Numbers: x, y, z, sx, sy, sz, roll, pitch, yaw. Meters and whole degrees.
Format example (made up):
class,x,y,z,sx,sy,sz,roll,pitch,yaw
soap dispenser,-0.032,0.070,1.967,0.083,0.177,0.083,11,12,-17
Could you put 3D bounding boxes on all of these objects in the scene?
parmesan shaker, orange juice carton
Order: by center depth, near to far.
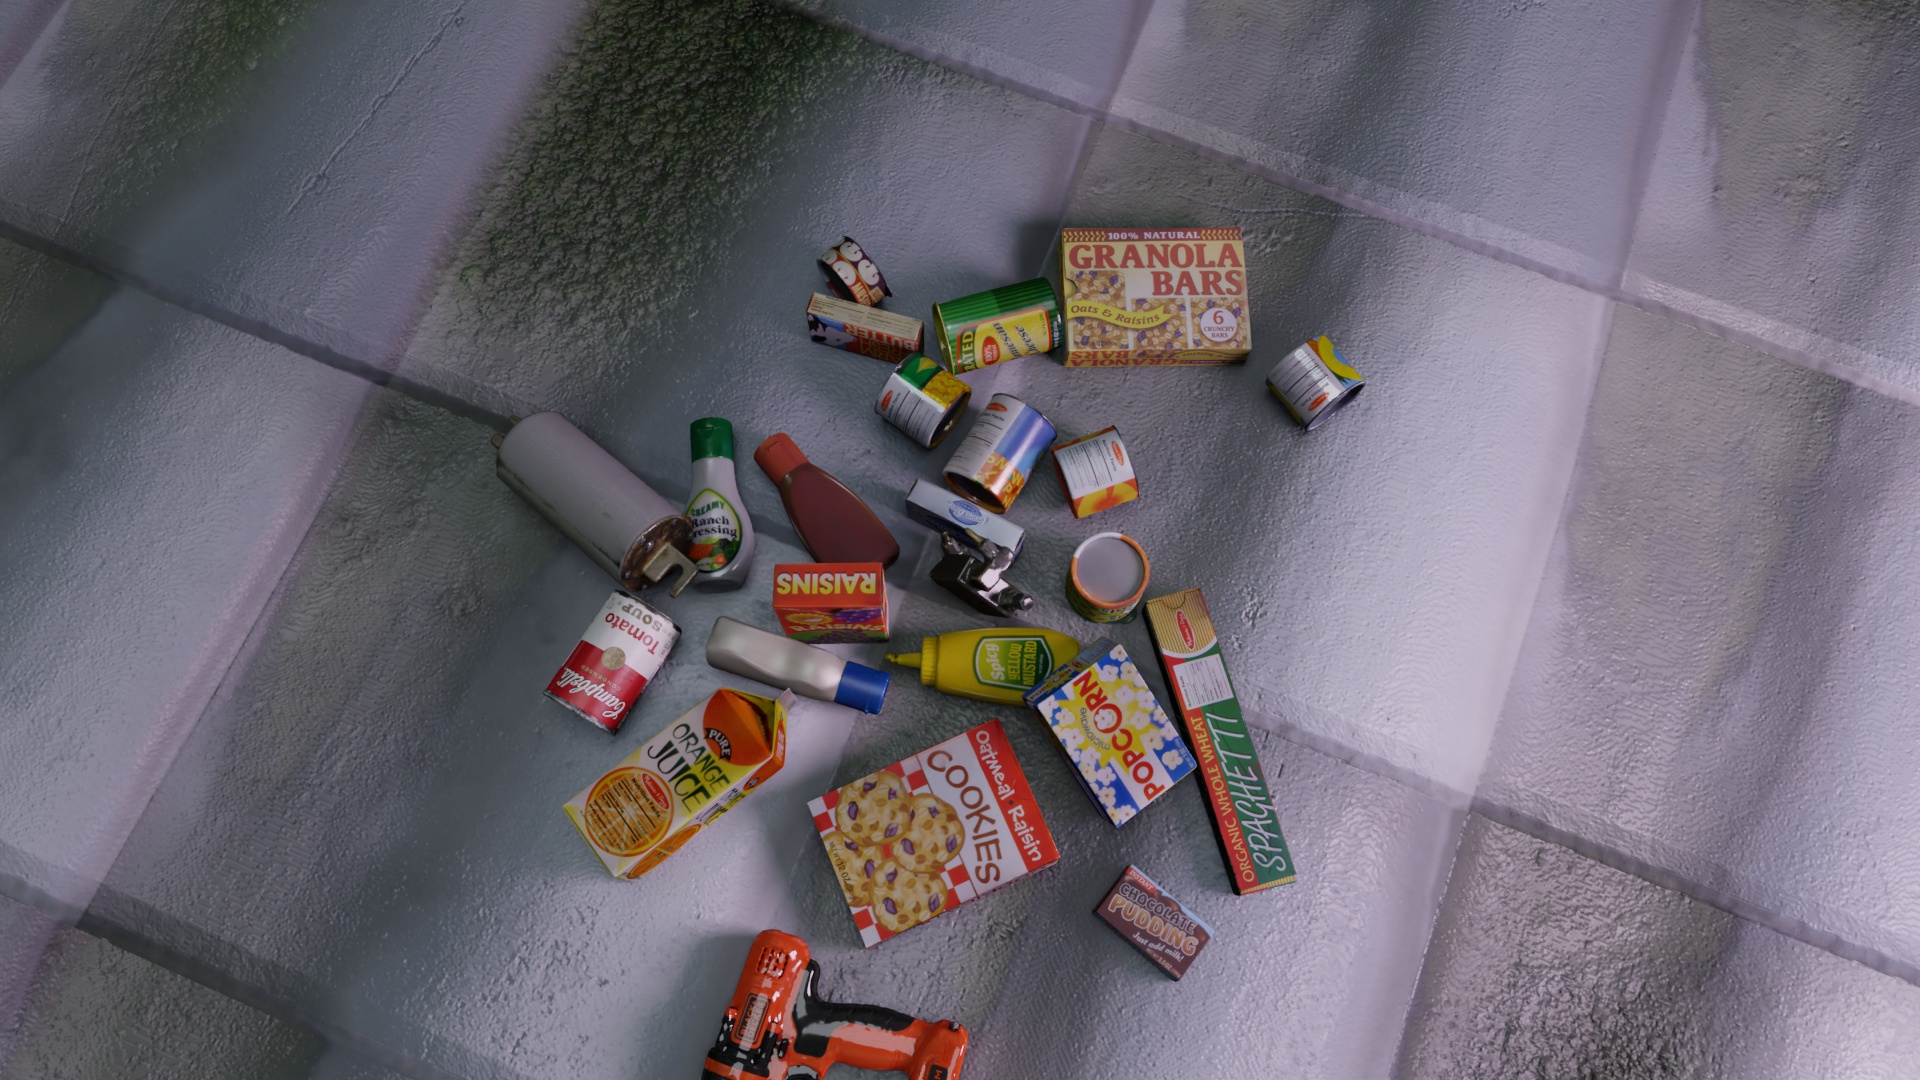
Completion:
class,x,y,z,sx,sy,sz,roll,pitch,yaw
orange juice carton,-0.209,0.182,1.105,0.193,0.071,0.073,-37,77,-11
parmesan shaker,0.033,-0.191,1.227,0.103,0.071,0.071,-15,73,-5

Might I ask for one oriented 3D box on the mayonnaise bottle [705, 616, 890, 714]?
class,x,y,z,sx,sy,sz,roll,pitch,yaw
mayonnaise bottle,-0.132,0.104,1.138,0.148,0.064,0.041,17,70,1

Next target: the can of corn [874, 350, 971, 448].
class,x,y,z,sx,sy,sz,roll,pitch,yaw
can of corn,-0.031,-0.123,1.209,0.058,0.071,0.071,36,76,9

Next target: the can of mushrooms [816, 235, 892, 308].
class,x,y,z,sx,sy,sz,roll,pitch,yaw
can of mushrooms,-0.095,-0.235,1.243,0.033,0.071,0.071,-40,77,-11

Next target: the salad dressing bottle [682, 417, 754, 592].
class,x,y,z,sx,sy,sz,roll,pitch,yaw
salad dressing bottle,-0.211,-0.031,1.188,0.064,0.044,0.148,-7,72,4

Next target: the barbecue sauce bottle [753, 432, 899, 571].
class,x,y,z,sx,sy,sz,roll,pitch,yaw
barbecue sauce bottle,-0.119,-0.028,1.188,0.065,0.043,0.149,-37,76,-12

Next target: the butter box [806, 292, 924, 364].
class,x,y,z,sx,sy,sz,roll,pitch,yaw
butter box,-0.084,-0.186,1.234,0.103,0.053,0.024,15,70,4

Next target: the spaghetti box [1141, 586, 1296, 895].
class,x,y,z,sx,sy,sz,roll,pitch,yaw
spaghetti box,0.209,0.163,1.137,0.050,0.028,0.250,-14,73,-5

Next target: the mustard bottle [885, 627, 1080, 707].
class,x,y,z,sx,sy,sz,roll,pitch,yaw
mustard bottle,0.017,0.103,1.144,0.160,0.048,0.065,3,74,0

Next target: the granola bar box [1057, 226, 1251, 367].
class,x,y,z,sx,sy,sz,roll,pitch,yaw
granola bar box,0.174,-0.221,1.255,0.166,0.039,0.124,-1,72,-1

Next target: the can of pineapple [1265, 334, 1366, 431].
class,x,y,z,sx,sy,sz,roll,pitch,yaw
can of pineapple,0.311,-0.138,1.217,0.071,0.070,0.058,-34,76,-10

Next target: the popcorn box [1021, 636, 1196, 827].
class,x,y,z,sx,sy,sz,roll,pitch,yaw
popcorn box,0.120,0.153,1.109,0.085,0.038,0.126,-35,102,-10

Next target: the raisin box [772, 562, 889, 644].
class,x,y,z,sx,sy,sz,roll,pitch,yaw
raisin box,-0.103,0.053,1.121,0.086,0.123,0.040,0,72,-1

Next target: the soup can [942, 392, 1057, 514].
class,x,y,z,sx,sy,sz,roll,pitch,yaw
soup can,0.035,-0.072,1.194,0.071,0.071,0.084,31,76,9

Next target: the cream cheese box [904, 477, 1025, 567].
class,x,y,z,sx,sy,sz,roll,pitch,yaw
cream cheese box,0.004,-0.015,1.180,0.104,0.053,0.024,26,76,8

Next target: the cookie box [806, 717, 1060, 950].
class,x,y,z,sx,sy,sz,roll,pitch,yaw
cookie box,-0.021,0.233,1.107,0.168,0.040,0.123,-23,74,-8

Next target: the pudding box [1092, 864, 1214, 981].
class,x,y,z,sx,sy,sz,roll,pitch,yaw
pudding box,0.152,0.300,1.092,0.084,0.030,0.050,38,75,11

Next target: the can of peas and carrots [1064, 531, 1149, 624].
class,x,y,z,sx,sy,sz,roll,pitch,yaw
can of peas and carrots,0.124,0.034,1.163,0.071,0.058,0.071,0,73,0

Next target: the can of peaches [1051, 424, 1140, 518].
class,x,y,z,sx,sy,sz,roll,pitch,yaw
can of peaches,0.115,-0.057,1.188,0.058,0.071,0.071,-20,74,-1
